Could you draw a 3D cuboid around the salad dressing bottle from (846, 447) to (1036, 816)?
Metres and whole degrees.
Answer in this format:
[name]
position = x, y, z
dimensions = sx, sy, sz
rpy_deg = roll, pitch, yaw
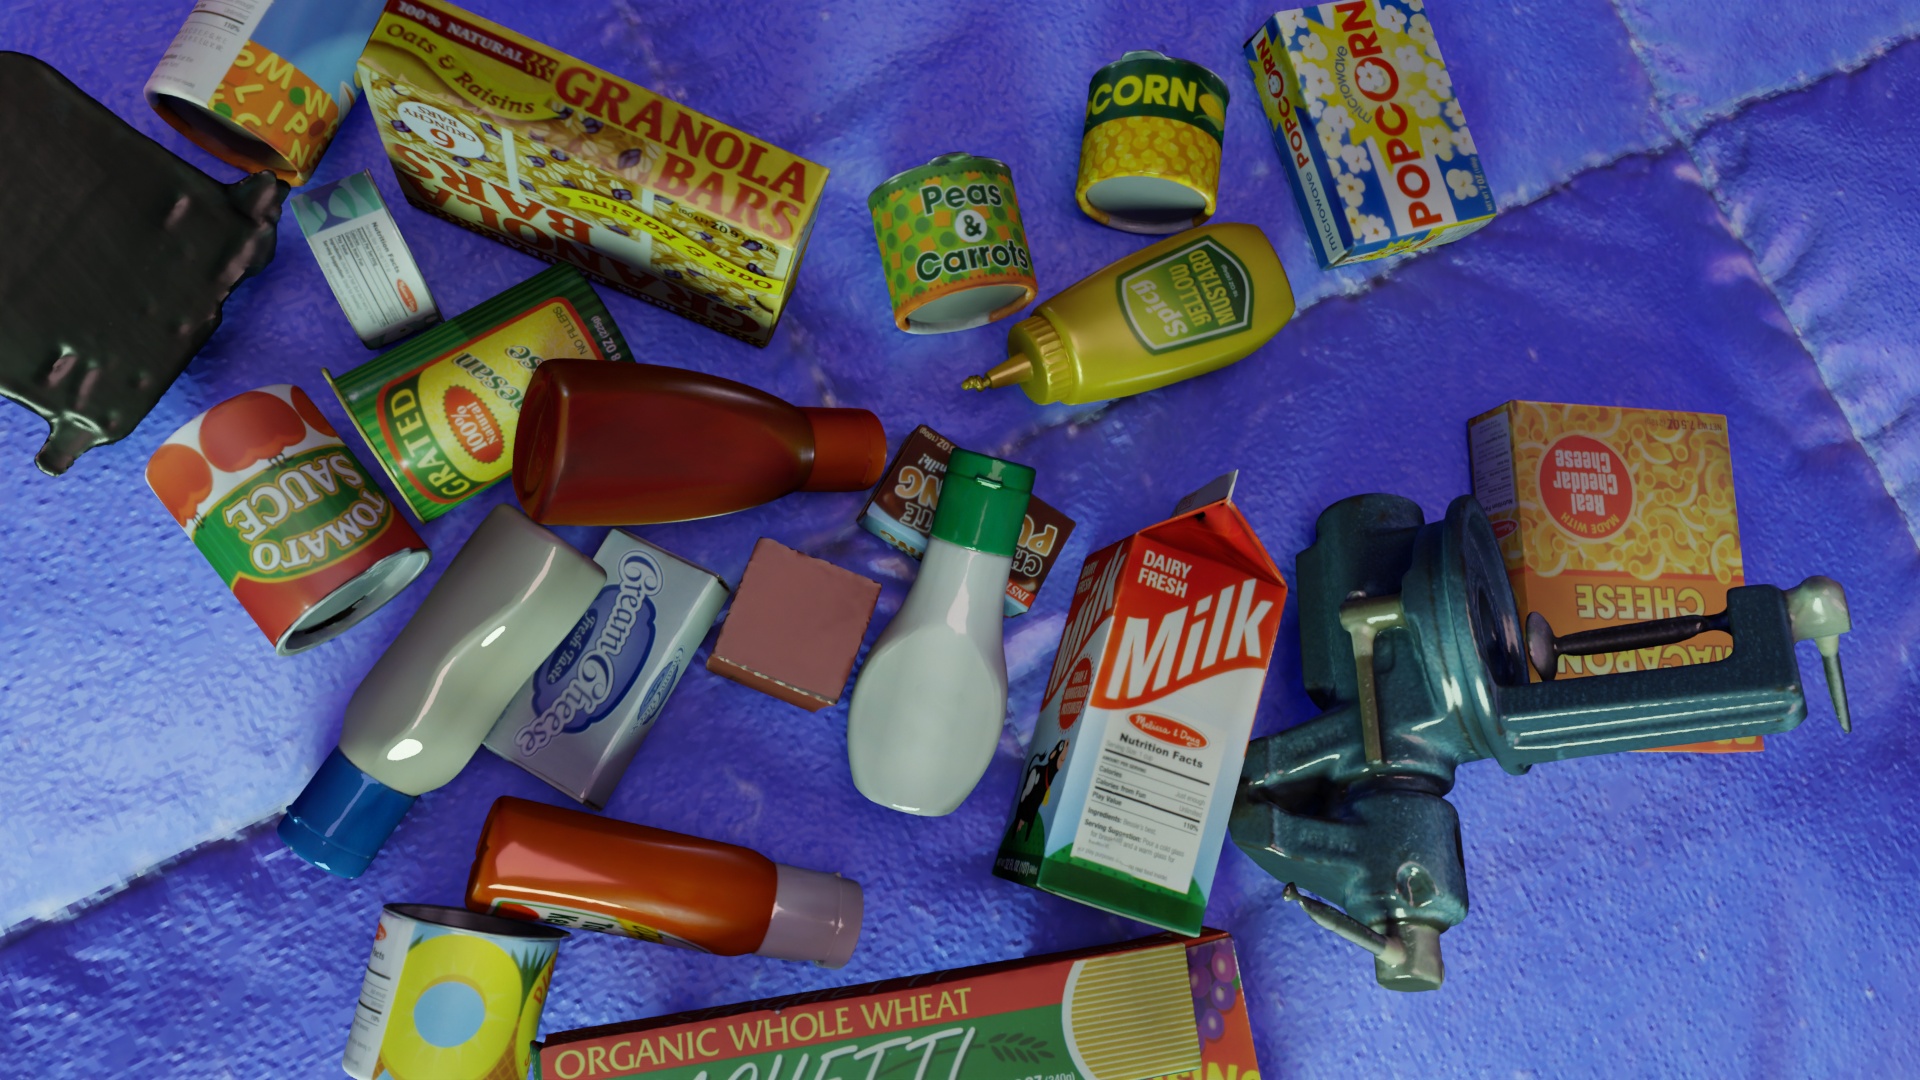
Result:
[salad dressing bottle]
position = -0.004, 0.037, 0.573
dimensions = 0.064, 0.044, 0.147
rpy_deg = 15, 94, 1

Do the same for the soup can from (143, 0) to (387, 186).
[soup can]
position = -0.275, -0.195, 0.565
dimensions = 0.071, 0.071, 0.084
rpy_deg = 24, 76, -8

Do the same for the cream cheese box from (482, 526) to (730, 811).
[cream cheese box]
position = -0.142, 0.050, 0.560
dimensions = 0.053, 0.024, 0.104
rpy_deg = 24, 74, 16

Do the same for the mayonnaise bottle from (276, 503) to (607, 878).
[mayonnaise bottle]
position = -0.201, 0.058, 0.536
dimensions = 0.148, 0.065, 0.041
rpy_deg = -56, 134, -10

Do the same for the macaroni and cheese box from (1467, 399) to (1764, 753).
[macaroni and cheese box]
position = 0.318, 0.020, 0.677
dimensions = 0.124, 0.040, 0.166
rpy_deg = 3, 78, -13

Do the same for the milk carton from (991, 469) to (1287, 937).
[milk carton]
position = 0.082, 0.063, 0.596
dimensions = 0.073, 0.072, 0.191
rpy_deg = 20, 77, -9

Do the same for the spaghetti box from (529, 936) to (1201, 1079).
[spaghetti box]
position = -0.030, 0.193, 0.522
dimensions = 0.250, 0.028, 0.050
rpy_deg = -4, 79, -16

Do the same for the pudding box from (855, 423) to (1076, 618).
[pudding box]
position = 0.002, -0.008, 0.612
dimensions = 0.084, 0.030, 0.050
rpy_deg = 33, 75, -5

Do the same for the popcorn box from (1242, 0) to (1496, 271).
[popcorn box]
position = 0.204, -0.205, 0.694
dimensions = 0.085, 0.038, 0.127
rpy_deg = -15, 83, -15

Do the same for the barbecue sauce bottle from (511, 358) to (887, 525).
[barbecue sauce bottle]
position = -0.100, -0.038, 0.561
dimensions = 0.149, 0.064, 0.044
rpy_deg = -1, 35, -38

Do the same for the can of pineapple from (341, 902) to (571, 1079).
[can of pineapple]
position = -0.185, 0.170, 0.515
dimensions = 0.071, 0.071, 0.058
rpy_deg = 13, 77, -11

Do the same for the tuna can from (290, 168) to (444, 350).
[tuna can]
position = -0.238, -0.113, 0.558
dimensions = 0.033, 0.071, 0.071
rpy_deg = -27, 87, -15

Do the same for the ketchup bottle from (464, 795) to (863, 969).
[ketchup bottle]
position = -0.113, 0.136, 0.543
dimensions = 0.149, 0.064, 0.044
rpy_deg = 16, 68, -19

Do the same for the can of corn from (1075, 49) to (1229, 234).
[can of corn]
position = 0.088, -0.183, 0.645
dimensions = 0.071, 0.071, 0.058
rpy_deg = 11, 78, -11

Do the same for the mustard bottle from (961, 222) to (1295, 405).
[mustard bottle]
position = 0.074, -0.095, 0.636
dimensions = 0.161, 0.048, 0.065
rpy_deg = -23, 84, -17

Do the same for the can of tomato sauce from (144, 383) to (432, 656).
[can of tomato sauce]
position = -0.255, -0.009, 0.530
dimensions = 0.071, 0.071, 0.083
rpy_deg = -38, 90, -17

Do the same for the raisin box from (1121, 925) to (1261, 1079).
[raisin box]
position = 0.081, 0.232, 0.580
dimensions = 0.086, 0.040, 0.123
rpy_deg = -8, 81, -14

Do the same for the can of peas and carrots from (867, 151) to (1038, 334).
[can of peas and carrots]
position = -0.002, -0.130, 0.613
dimensions = 0.071, 0.071, 0.059
rpy_deg = -11, 83, -15

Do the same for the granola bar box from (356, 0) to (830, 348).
[granola bar box]
position = -0.143, -0.140, 0.554
dimensions = 0.165, 0.124, 0.039
rpy_deg = 22, 76, -9

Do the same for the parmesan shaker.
[parmesan shaker]
position = -0.188, -0.063, 0.556
dimensions = 0.103, 0.071, 0.071
rpy_deg = -33, 89, -17
